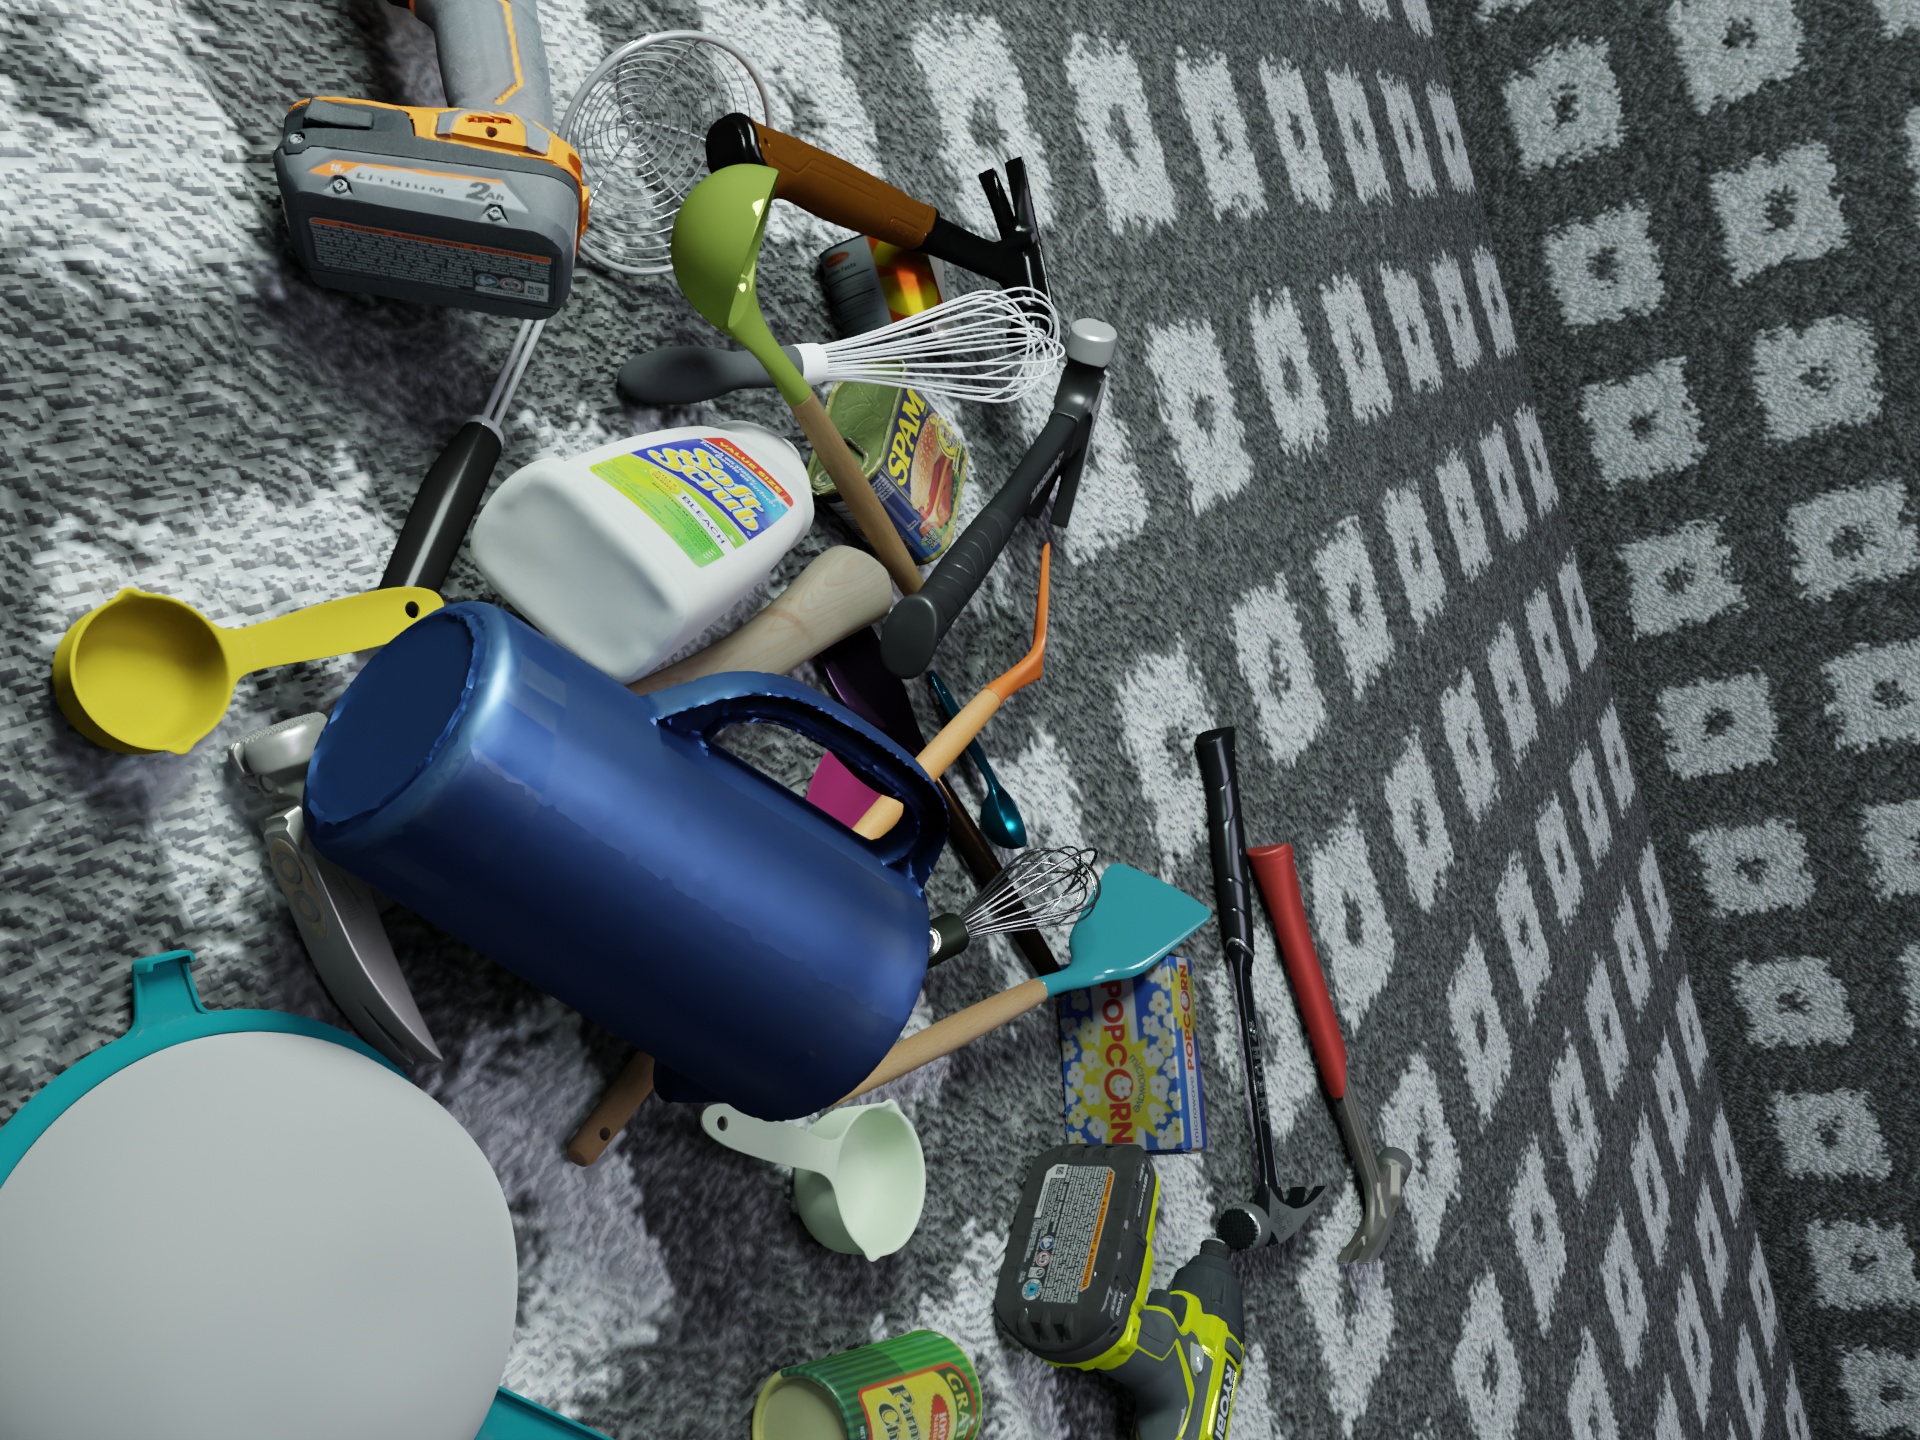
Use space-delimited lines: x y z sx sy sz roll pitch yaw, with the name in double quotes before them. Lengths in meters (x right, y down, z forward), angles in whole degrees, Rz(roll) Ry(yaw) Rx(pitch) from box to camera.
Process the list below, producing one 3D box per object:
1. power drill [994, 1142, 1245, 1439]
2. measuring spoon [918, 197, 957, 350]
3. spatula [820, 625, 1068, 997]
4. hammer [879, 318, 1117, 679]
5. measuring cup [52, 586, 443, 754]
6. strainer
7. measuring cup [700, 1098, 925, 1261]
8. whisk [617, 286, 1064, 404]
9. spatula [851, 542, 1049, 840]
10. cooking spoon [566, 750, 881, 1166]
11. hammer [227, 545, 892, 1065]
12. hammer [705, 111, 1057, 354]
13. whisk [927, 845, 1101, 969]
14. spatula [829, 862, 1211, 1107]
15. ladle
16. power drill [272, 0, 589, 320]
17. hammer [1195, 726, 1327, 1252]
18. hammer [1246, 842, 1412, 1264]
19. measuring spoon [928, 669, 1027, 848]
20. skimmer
"power drill" 0.116 0.372 1.013 0.223 0.080 0.171 56 40 -35
"measuring spoon" -0.023 -0.306 1.093 0.034 0.018 0.124 22 54 -51
"spatula" -0.008 0.054 0.984 0.315 0.018 0.060 59 37 -23
"hammer" 0.026 -0.125 0.997 0.335 0.035 0.146 -58 165 -49
"measuring cup" -0.269 -0.028 0.611 0.156 0.029 0.062 -25 100 -53
"strainer" -0.191 0.240 0.581 0.340 0.095 0.211 47 44 -36
"measuring cup" -0.082 0.222 0.804 0.167 0.038 0.083 35 52 -43
"whisk" -0.058 -0.201 0.894 0.284 0.070 0.070 -14 91 -31
"spatula" -0.002 -0.003 0.967 0.323 0.041 0.081 -47 150 -46
"cooking spoon" -0.108 0.108 0.820 0.068 0.017 0.319 63 36 -21
"hammer" -0.148 0.005 0.771 0.410 0.038 0.146 -35 110 -53
"hammer" -0.035 -0.297 0.919 0.336 0.034 0.127 -8 86 -61
"whisk" 0.002 0.121 0.932 0.246 0.059 0.058 -19 59 -46
"spatula" 0.031 0.160 0.955 0.317 0.082 0.044 -17 125 -47
"ladle" -0.064 -0.156 0.851 0.319 0.062 0.078 58 37 -49
"power drill" -0.232 -0.298 0.689 0.164 0.084 0.227 6 71 -14
"hammer" 0.229 0.204 1.270 0.149 0.036 0.409 14 67 -55
"hammer" 0.311 0.276 1.364 0.149 0.037 0.359 -34 108 -55
"measuring spoon" 0.004 0.028 1.019 0.128 0.021 0.042 62 17 -7
"skimmer" -0.178 -0.179 0.747 0.127 0.090 0.364 72 26 -55
